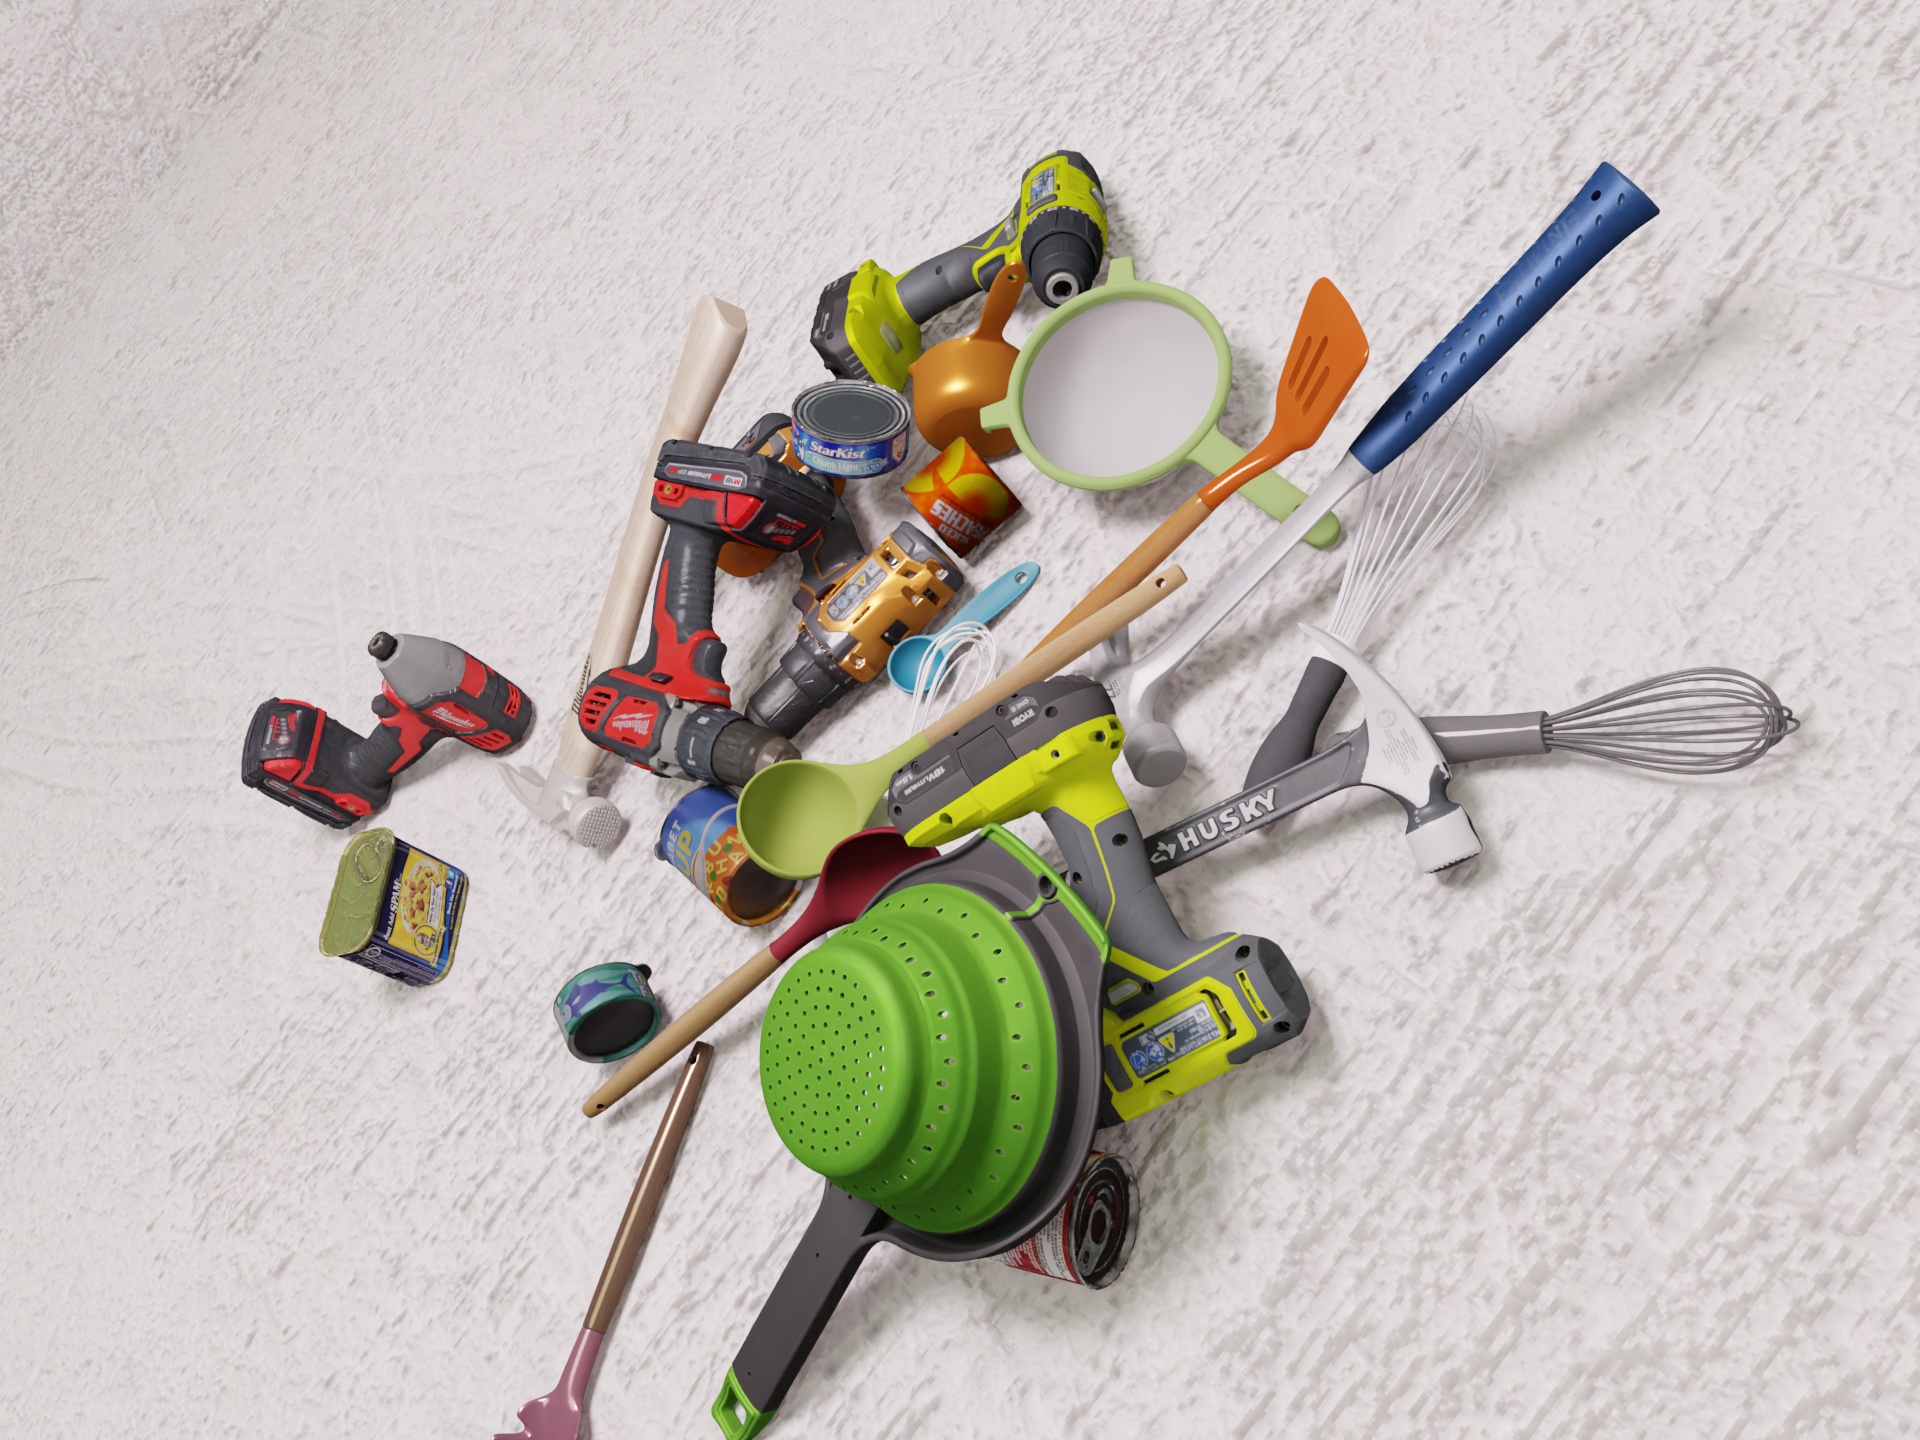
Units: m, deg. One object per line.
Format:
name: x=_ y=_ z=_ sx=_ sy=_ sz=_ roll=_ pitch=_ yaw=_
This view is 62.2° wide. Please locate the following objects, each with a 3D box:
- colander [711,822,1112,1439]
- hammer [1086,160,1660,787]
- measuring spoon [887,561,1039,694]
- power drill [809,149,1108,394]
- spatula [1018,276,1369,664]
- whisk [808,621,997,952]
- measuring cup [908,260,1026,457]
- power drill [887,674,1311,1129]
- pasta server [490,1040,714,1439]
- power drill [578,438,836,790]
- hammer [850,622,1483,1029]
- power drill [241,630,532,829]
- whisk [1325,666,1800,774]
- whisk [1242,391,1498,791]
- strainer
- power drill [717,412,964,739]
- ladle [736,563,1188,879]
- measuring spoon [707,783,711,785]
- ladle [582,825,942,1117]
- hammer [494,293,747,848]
colander: x=-0.070 y=0.237 z=0.822 sx=0.205 sy=0.094 sz=0.397 roll=44 pitch=114 yaw=40
hammer: x=0.216 y=-0.142 z=0.900 sx=0.405 sy=0.035 sz=0.144 roll=-47 pitch=38 yaw=24
measuring spoon: x=0.006 y=-0.063 z=1.091 sx=0.128 sy=0.021 sz=0.042 roll=-40 pitch=65 yaw=-4
power drill: x=0.005 y=-0.319 z=1.176 sx=0.228 sy=0.080 sz=0.191 roll=-24 pitch=34 yaw=22
spatula: x=0.122 y=-0.118 z=0.942 sx=0.322 sy=0.041 sz=0.081 roll=-44 pitch=39 yaw=29
whisk: x=-0.037 y=0.048 z=1.032 sx=0.058 sy=0.059 sz=0.246 roll=19 pitch=81 yaw=46
measuring cup: x=0.019 y=-0.243 z=1.097 sx=0.095 sy=0.173 sz=0.052 roll=5 pitch=66 yaw=-11
power drill: x=0.060 y=0.103 z=0.860 sx=0.171 sy=0.080 sz=0.223 roll=-33 pitch=77 yaw=23
pasta server: x=-0.220 y=0.349 z=0.984 sx=0.060 sy=0.040 sz=0.316 roll=10 pitch=68 yaw=25
power drill: x=-0.160 y=-0.065 z=1.085 sx=0.188 sy=0.080 sz=0.227 roll=16 pitch=88 yaw=36
hammer: x=0.077 y=0.088 z=0.911 sx=0.409 sy=0.036 sz=0.149 roll=-28 pitch=77 yaw=24
power drill: x=-0.476 y=0.001 z=1.301 sx=0.219 sy=0.143 sz=0.079 roll=-23 pitch=50 yaw=25
whisk: x=0.300 y=0.008 z=0.822 sx=0.239 sy=0.055 sz=0.055 roll=-6 pitch=60 yaw=37
whisk: x=0.229 y=-0.067 z=0.911 sx=0.070 sy=0.070 sz=0.284 roll=22 pitch=81 yaw=41
strainer: x=0.148 y=-0.180 z=1.039 sx=0.257 sy=0.069 sz=0.151 roll=41 pitch=90 yaw=25
power drill: x=-0.121 y=-0.102 z=1.161 sx=0.185 sy=0.084 sz=0.226 roll=-46 pitch=52 yaw=6
ladle: x=-0.002 y=-0.003 z=0.967 sx=0.320 sy=0.062 sz=0.078 roll=-34 pitch=76 yaw=16
measuring spoon: x=-0.173 y=0.050 z=1.151 sx=0.021 sy=0.011 sz=0.117 roll=14 pitch=76 yaw=38
ladle: x=-0.132 y=0.163 z=1.005 sx=0.315 sy=0.069 sz=0.031 roll=-40 pitch=23 yaw=18
hammer: x=-0.249 y=-0.119 z=1.197 sx=0.146 sy=0.038 sz=0.410 roll=25 pitch=99 yaw=45
